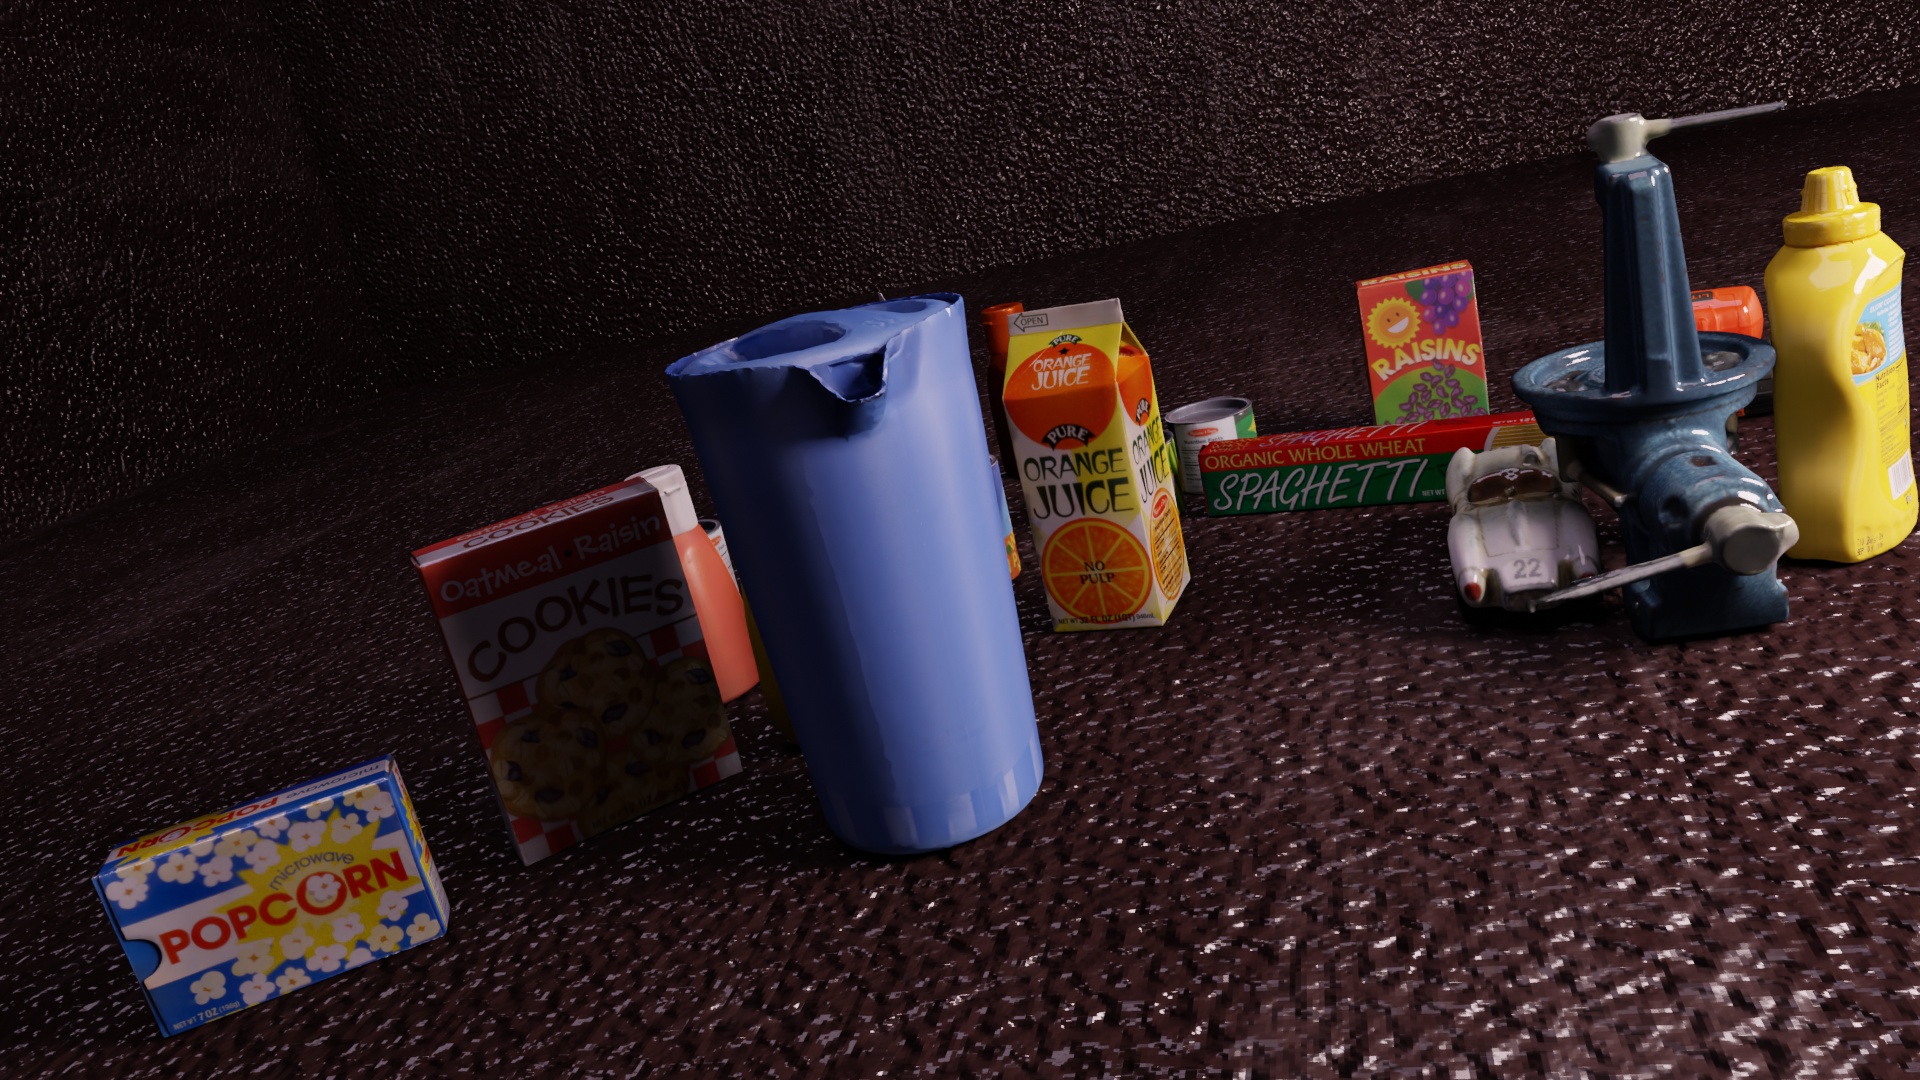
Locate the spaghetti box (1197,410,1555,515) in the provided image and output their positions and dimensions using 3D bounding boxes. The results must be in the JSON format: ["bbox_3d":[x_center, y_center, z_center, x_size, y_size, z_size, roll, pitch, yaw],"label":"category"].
[{"bbox_3d":[0.283,-0.051,0.940,0.250,0.050,0.029,-4,19,28],"label":"spaghetti box"}]

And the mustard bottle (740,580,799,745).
[{"bbox_3d":[-0.088,0.033,0.761,0.049,0.159,0.065,-1,20,36],"label":"mustard bottle"}]

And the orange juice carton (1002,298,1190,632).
[{"bbox_3d":[0.080,-0.047,0.836,0.072,0.192,0.073,-6,18,25],"label":"orange juice carton"}]

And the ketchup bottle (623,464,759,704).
[{"bbox_3d":[-0.169,0.029,0.855,0.043,0.148,0.065,3,23,44],"label":"ketchup bottle"}]

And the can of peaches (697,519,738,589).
[{"bbox_3d":[-0.211,0.022,1.068,0.071,0.058,0.071,-12,16,4],"label":"can of peaches"}]

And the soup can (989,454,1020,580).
[{"bbox_3d":[0.003,-0.012,0.969,0.071,0.083,0.071,-12,16,4],"label":"soup can"}]

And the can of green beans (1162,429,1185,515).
[{"bbox_3d":[0.129,-0.045,1.025,0.071,0.057,0.071,-12,16,4],"label":"can of green beans"}]

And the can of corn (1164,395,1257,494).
[{"bbox_3d":[0.196,-0.074,1.067,0.071,0.058,0.071,-12,16,4],"label":"can of corn"}]

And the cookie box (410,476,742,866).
[{"bbox_3d":[-0.197,0.065,0.725,0.123,0.167,0.040,-21,18,-25],"label":"cookie box"}]

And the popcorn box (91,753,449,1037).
[{"bbox_3d":[-0.313,0.162,0.643,0.127,0.085,0.038,-18,17,-16],"label":"popcorn box"}]

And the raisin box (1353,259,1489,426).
[{"bbox_3d":[0.352,-0.143,1.059,0.086,0.123,0.040,-9,17,16],"label":"raisin box"}]

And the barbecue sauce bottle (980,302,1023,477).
[{"bbox_3d":[0.050,-0.130,1.204,0.044,0.148,0.065,-24,19,-32],"label":"barbecue sauce bottle"}]

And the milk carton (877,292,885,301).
[{"bbox_3d":[-0.040,-0.103,1.113,0.073,0.190,0.072,-15,16,-5],"label":"milk carton"}]
